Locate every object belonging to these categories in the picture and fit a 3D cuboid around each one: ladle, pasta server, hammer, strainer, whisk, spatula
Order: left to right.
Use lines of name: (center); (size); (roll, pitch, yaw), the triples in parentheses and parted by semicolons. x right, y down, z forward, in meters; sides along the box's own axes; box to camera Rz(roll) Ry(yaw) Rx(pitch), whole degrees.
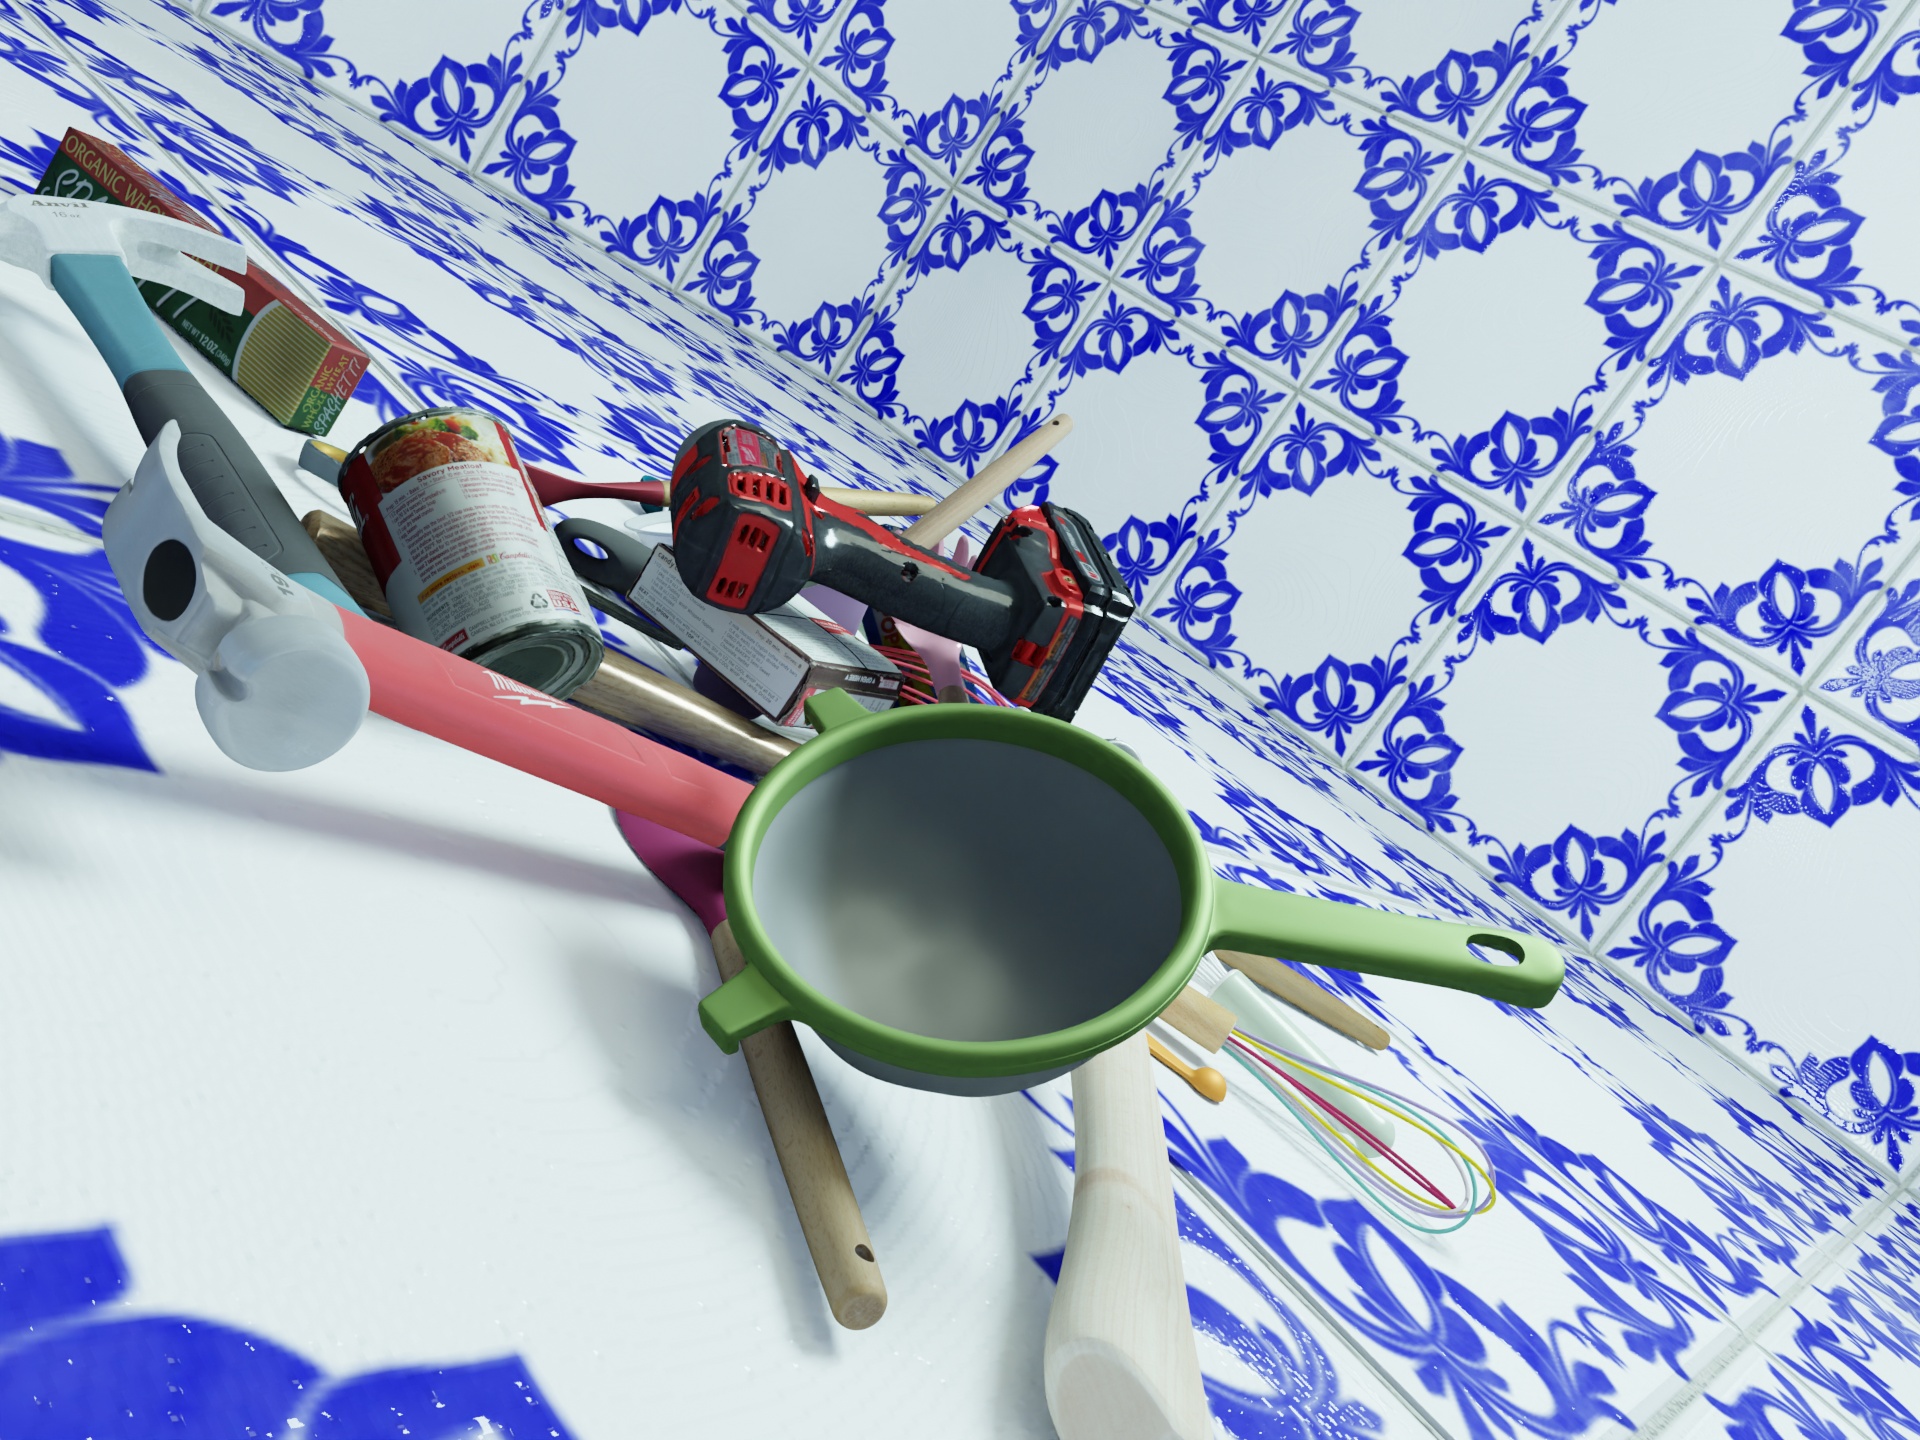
hammer: (-0.307, -0.121, 0.616); (0.128, 0.033, 0.331); (-12, 46, -40)
hammer: (-0.132, -0.006, 0.704); (0.331, 0.031, 0.130); (27, 13, -32)
hammer: (-0.102, 0.019, 0.558); (0.143, 0.038, 0.385); (42, 8, 40)
ladle: (-0.149, -0.130, 0.911); (0.315, 0.031, 0.069); (-2, -3, -33)
strainer: (-0.146, -0.105, 0.949); (0.087, 0.050, 0.258); (-5, 11, -20)
whisk: (-0.094, -0.040, 0.902); (0.295, 0.073, 0.073); (27, 12, -12)
spatula: (-0.031, -0.099, 0.900); (0.060, 0.018, 0.316); (31, 52, 23)
pasta server: (-0.001, -0.003, 0.822); (0.060, 0.040, 0.317); (-7, 38, -5)
hammer: (0.060, 0.123, 0.589); (0.146, 0.038, 0.411); (45, 16, -14)
strainer: (0.053, 0.074, 0.503); (0.256, 0.069, 0.152); (9, 41, 3)
whisk: (0.132, 0.136, 0.840); (0.246, 0.059, 0.057); (45, -1, 23)
whisk: (0.146, 0.168, 0.771); (0.245, 0.051, 0.047); (32, -11, 12)

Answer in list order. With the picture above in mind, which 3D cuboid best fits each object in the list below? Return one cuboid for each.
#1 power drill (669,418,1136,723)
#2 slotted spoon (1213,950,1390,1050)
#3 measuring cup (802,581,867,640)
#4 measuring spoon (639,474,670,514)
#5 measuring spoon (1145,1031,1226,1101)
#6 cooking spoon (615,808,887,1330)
power drill: (-0.036, -0.083, 0.778); (0.219, 0.078, 0.143); (17, 27, -22)
slotted spoon: (0.145, 0.126, 0.965); (0.313, 0.031, 0.070); (32, 11, -19)
measuring cup: (-0.076, -0.071, 1.107); (0.167, 0.083, 0.038); (48, 23, -43)
measuring spoon: (-0.190, -0.124, 1.102); (0.042, 0.021, 0.129); (18, 29, -55)
measuring spoon: (0.079, 0.139, 0.749); (0.117, 0.011, 0.021); (37, 11, 15)
cooking spoon: (-0.071, 0.084, 0.528); (0.068, 0.017, 0.319); (29, 11, -27)
